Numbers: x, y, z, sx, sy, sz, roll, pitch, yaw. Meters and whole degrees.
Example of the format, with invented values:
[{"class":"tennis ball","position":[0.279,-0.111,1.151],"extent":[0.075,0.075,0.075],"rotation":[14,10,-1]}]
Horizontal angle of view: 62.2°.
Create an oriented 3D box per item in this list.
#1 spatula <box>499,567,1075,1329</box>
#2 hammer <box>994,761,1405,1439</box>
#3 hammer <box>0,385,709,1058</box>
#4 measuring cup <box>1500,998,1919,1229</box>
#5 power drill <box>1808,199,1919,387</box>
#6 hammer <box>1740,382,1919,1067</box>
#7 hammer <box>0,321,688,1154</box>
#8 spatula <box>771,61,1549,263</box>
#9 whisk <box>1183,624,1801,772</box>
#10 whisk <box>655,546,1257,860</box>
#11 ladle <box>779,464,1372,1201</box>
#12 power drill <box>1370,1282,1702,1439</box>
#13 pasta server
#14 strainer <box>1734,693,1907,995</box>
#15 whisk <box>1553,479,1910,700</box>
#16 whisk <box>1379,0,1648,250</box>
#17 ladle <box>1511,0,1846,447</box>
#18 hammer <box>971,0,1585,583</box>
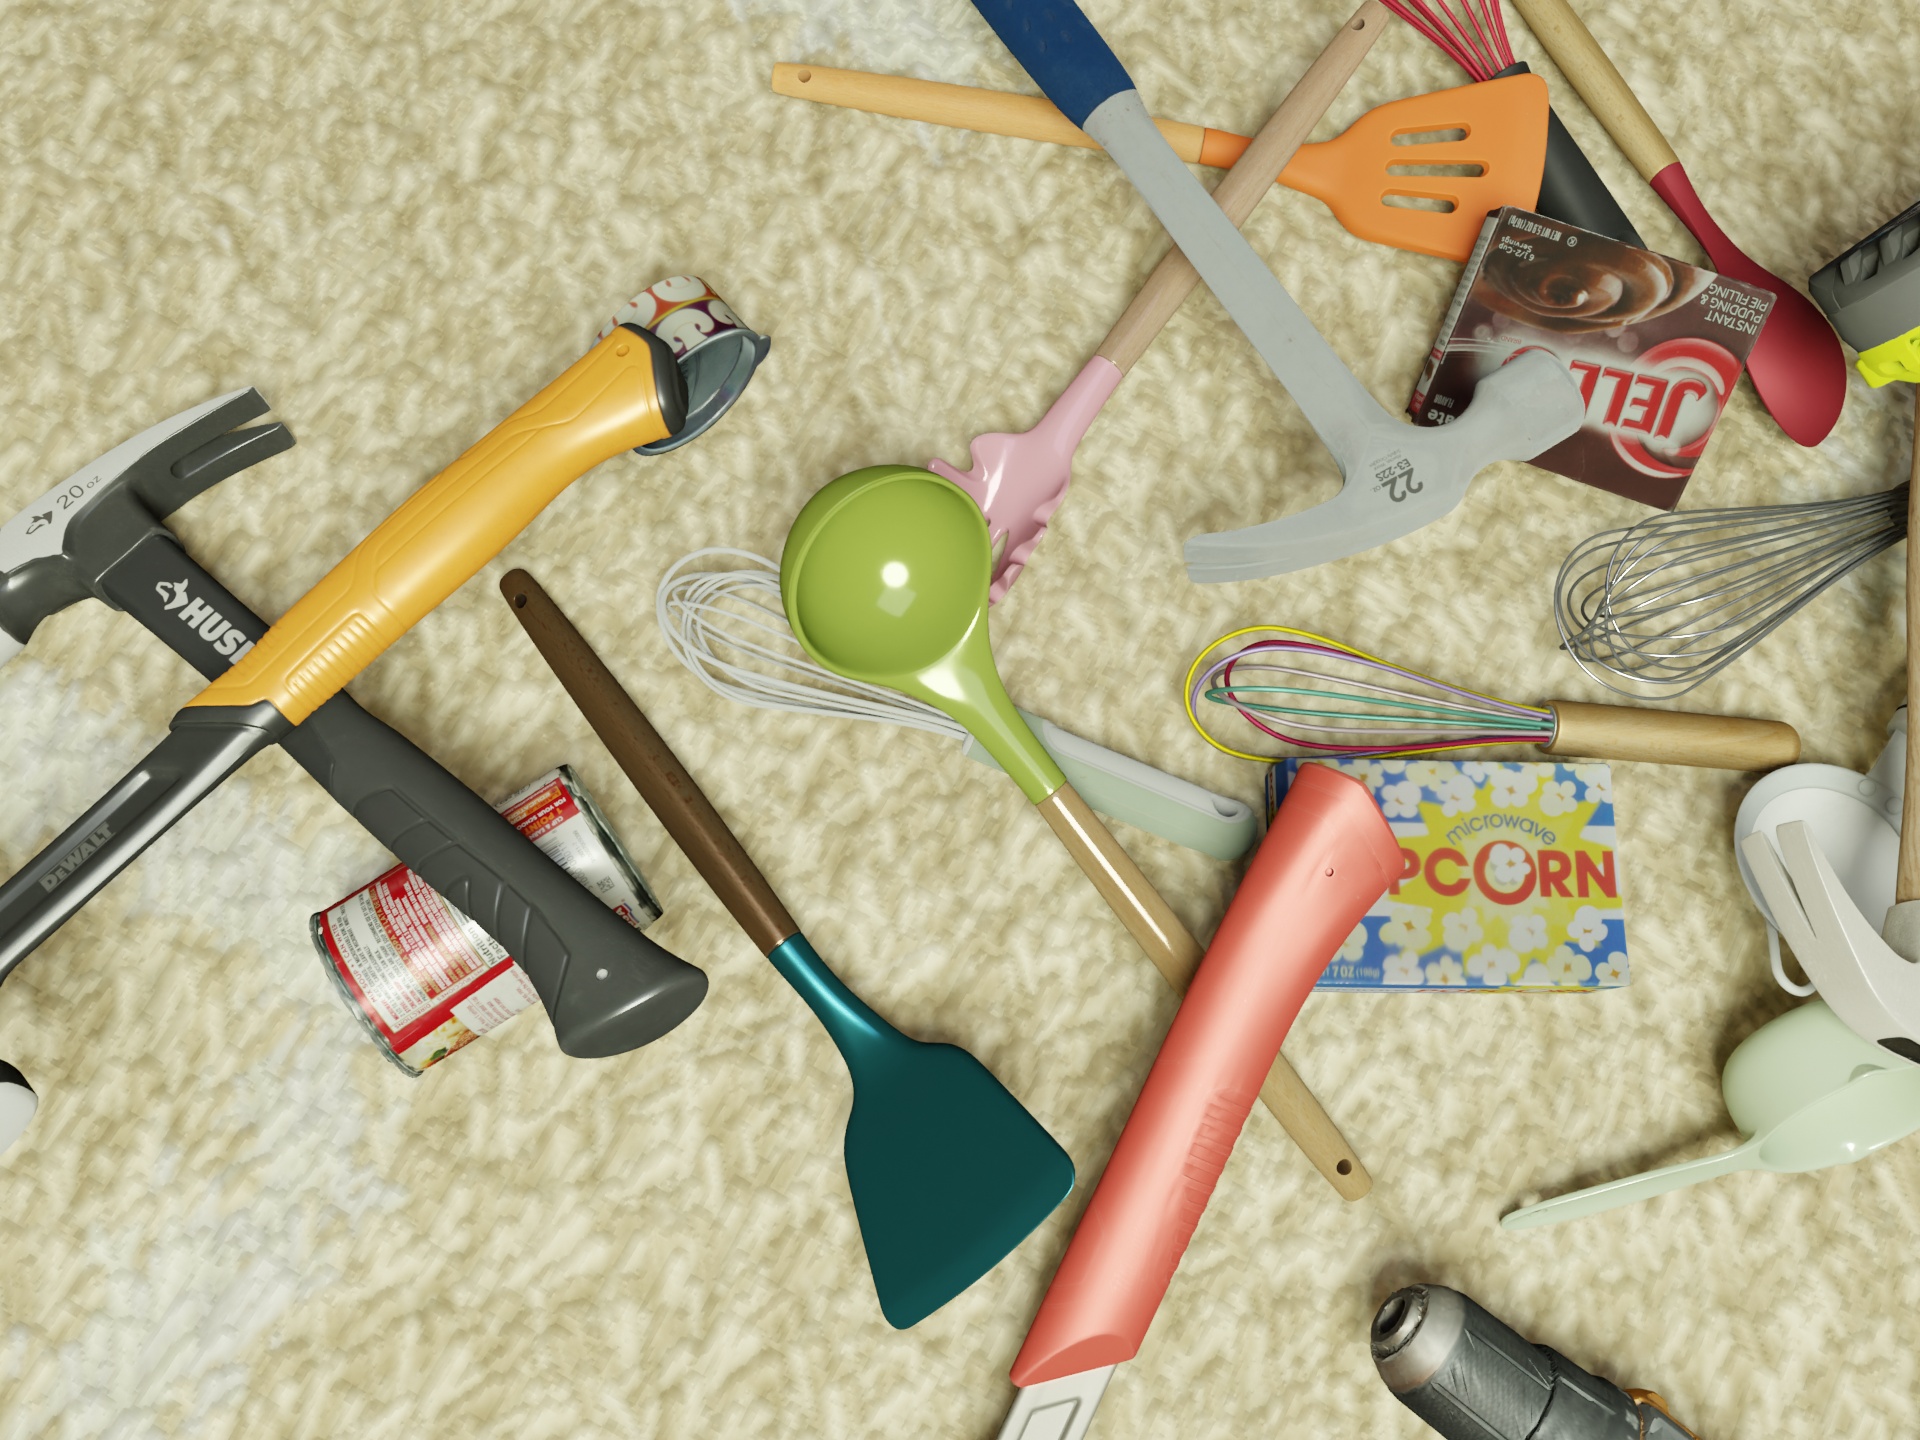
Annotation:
[{"class":"spatula","position":[-0.081,0.060,0.571],"extent":[0.082,0.044,0.318],"rotation":[-42,74,9]},{"class":"hammer","position":[0.045,0.177,0.532],"extent":[0.149,0.036,0.359],"rotation":[25,88,3]},{"class":"hammer","position":[-0.212,0.001,0.549],"extent":[0.335,0.035,0.146],"rotation":[34,71,23]},{"class":"measuring cup","position":[0.272,0.144,0.579],"extent":[0.167,0.083,0.038],"rotation":[-21,49,10]},{"class":"power drill","position":[0.422,-0.100,0.560],"extent":[0.190,0.080,0.228],"rotation":[-32,89,-27]},{"class":"hammer","position":[0.358,-0.037,0.579],"extent":[0.130,0.031,0.331],"rotation":[18,68,-6]},{"class":"hammer","position":[-0.224,-0.020,0.523],"extent":[0.127,0.034,0.337],"rotation":[38,73,23]},{"class":"spatula","position":[0.079,-0.250,0.671],"extent":[0.322,0.041,0.081],"rotation":[9,92,1]},{"class":"whisk","position":[0.207,-0.003,0.616],"extent":[0.245,0.051,0.047],"rotation":[5,70,-5]},{"class":"whisk","position":[-0.001,-0.002,0.604],"extent":[0.246,0.058,0.059],"rotation":[23,119,-2]},{"class":"ladle","position":[0.050,0.047,0.560],"extent":[0.078,0.062,0.320],"rotation":[-38,94,-5]},{"class":"power drill","position":[0.172,0.312,0.499],"extent":[0.185,0.084,0.226],"rotation":[39,65,0]},{"class":"pasta server","position":[0.074,-0.165,0.630],"extent":[0.060,0.040,0.316],"rotation":[36,86,20]},{"class":"strainer","position":[0.370,0.011,0.622],"extent":[0.087,0.050,0.258],"rotation":[38,72,10]},{"class":"whisk","position":[0.361,-0.076,0.638],"extent":[0.284,0.070,0.070],"rotation":[-20,78,-12]},{"class":"whisk","position":[0.223,-0.292,0.682],"extent":[0.073,0.073,0.296],"rotation":[-27,85,-9]},{"class":"ladle","position":[0.290,-0.255,0.687],"extent":[0.069,0.031,0.316],"rotation":[-14,70,-41]},{"class":"hammer","position":[0.059,-0.229,0.623],"extent":[0.144,0.035,0.406],"rotation":[-31,69,0]}]
